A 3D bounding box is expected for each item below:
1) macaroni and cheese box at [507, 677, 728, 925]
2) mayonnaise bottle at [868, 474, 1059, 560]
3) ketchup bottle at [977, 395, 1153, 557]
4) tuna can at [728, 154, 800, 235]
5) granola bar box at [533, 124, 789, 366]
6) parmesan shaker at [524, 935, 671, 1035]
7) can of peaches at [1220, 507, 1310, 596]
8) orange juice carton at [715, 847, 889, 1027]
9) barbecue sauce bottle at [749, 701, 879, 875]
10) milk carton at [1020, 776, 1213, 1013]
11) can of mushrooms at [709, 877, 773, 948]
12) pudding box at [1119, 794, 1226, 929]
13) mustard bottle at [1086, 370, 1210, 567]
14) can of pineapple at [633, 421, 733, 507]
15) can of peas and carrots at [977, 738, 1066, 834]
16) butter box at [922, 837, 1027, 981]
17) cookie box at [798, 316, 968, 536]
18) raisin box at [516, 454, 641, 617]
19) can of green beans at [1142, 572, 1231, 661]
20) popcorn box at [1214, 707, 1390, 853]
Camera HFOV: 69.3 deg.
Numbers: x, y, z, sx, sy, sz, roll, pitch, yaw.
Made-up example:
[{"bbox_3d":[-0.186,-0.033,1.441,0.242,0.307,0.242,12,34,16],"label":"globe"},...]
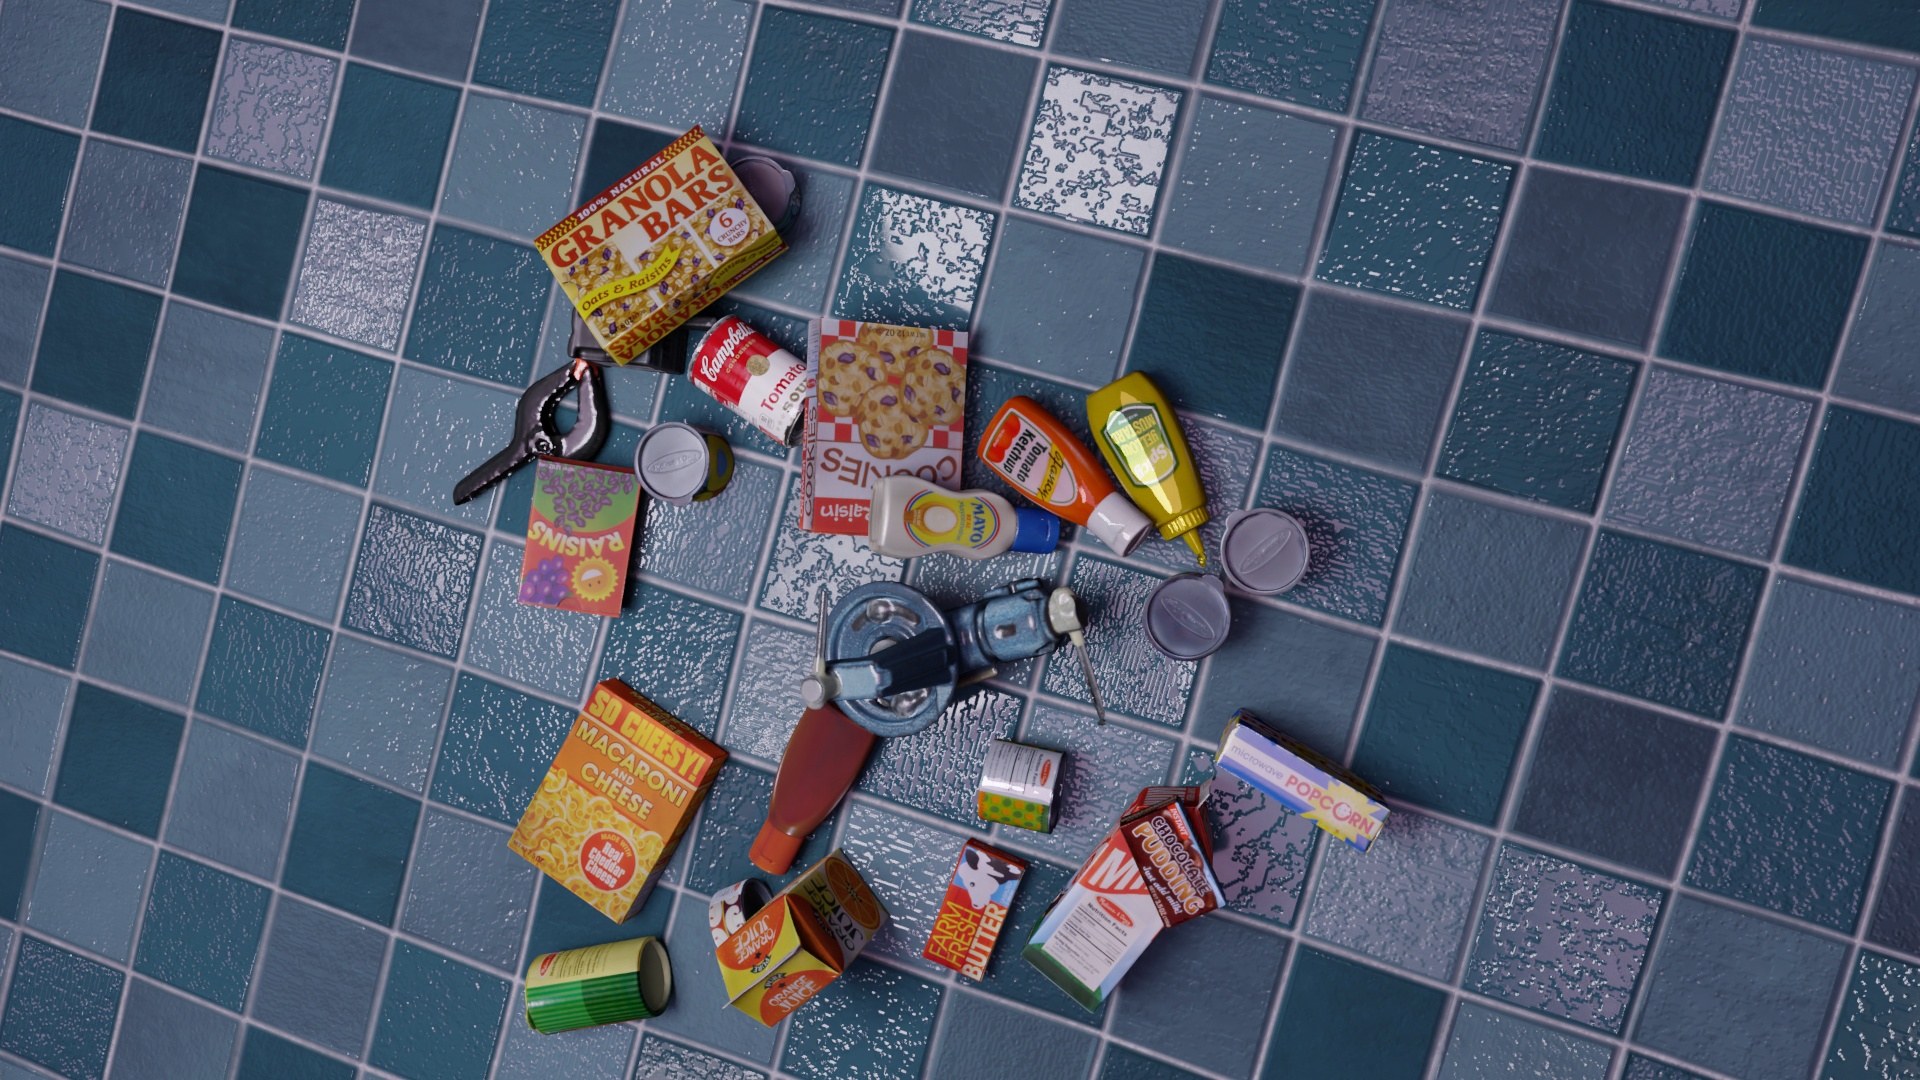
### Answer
[{"bbox_3d":[-0.291,0.219,1.180,0.124,0.040,0.166,31,97,10],"label":"macaroni and cheese box"},{"bbox_3d":[0.004,-0.014,1.082,0.148,0.041,0.065,5,86,-21],"label":"mayonnaise bottle"},{"bbox_3d":[0.084,-0.047,1.083,0.149,0.044,0.064,42,119,20],"label":"ketchup bottle"},{"bbox_3d":[-0.166,-0.285,1.153,0.071,0.033,0.071,0,90,12],"label":"tuna can"},{"bbox_3d":[-0.240,-0.236,1.108,0.165,0.039,0.124,-36,70,-1],"label":"granola bar box"},{"bbox_3d":[-0.304,0.377,1.169,0.103,0.071,0.071,-12,88,11],"label":"parmesan shaker"},{"bbox_3d":[0.231,0.006,1.061,0.071,0.058,0.071,0,91,12],"label":"can of peaches"},{"bbox_3d":[-0.124,0.307,1.069,0.071,0.193,0.073,-38,84,9],"label":"orange juice carton"},{"bbox_3d":[-0.126,0.204,1.144,0.065,0.044,0.148,29,97,10],"label":"barbecue sauce bottle"},{"bbox_3d":[0.135,0.262,1.077,0.073,0.072,0.190,38,98,8],"label":"milk carton"},{"bbox_3d":[-0.176,0.317,1.144,0.033,0.071,0.071,-23,86,12],"label":"can of mushrooms"},{"bbox_3d":[0.156,0.235,1.019,0.049,0.030,0.083,-25,87,8],"label":"pudding box"},{"bbox_3d":[0.156,-0.052,1.081,0.065,0.049,0.160,-29,85,16],"label":"mustard bottle"},{"bbox_3d":[-0.229,-0.063,1.156,0.071,0.058,0.071,0,91,12],"label":"can of pineapple"},{"bbox_3d":[0.049,0.195,1.098,0.059,0.071,0.071,10,93,12],"label":"can of peas and carrots"},{"bbox_3d":[0.012,0.299,1.126,0.053,0.024,0.103,22,95,10],"label":"butter box"},{"bbox_3d":[-0.060,-0.086,1.100,0.123,0.040,0.167,3,91,-22],"label":"cookie box"},{"bbox_3d":[-0.318,-0.004,1.165,0.086,0.040,0.123,9,97,-17],"label":"raisin box"},{"bbox_3d":[0.176,0.058,1.073,0.071,0.058,0.071,0,91,12],"label":"can of green beans"},{"bbox_3d":[0.255,0.178,1.044,0.127,0.085,0.038,30,96,10],"label":"popcorn box"}]
